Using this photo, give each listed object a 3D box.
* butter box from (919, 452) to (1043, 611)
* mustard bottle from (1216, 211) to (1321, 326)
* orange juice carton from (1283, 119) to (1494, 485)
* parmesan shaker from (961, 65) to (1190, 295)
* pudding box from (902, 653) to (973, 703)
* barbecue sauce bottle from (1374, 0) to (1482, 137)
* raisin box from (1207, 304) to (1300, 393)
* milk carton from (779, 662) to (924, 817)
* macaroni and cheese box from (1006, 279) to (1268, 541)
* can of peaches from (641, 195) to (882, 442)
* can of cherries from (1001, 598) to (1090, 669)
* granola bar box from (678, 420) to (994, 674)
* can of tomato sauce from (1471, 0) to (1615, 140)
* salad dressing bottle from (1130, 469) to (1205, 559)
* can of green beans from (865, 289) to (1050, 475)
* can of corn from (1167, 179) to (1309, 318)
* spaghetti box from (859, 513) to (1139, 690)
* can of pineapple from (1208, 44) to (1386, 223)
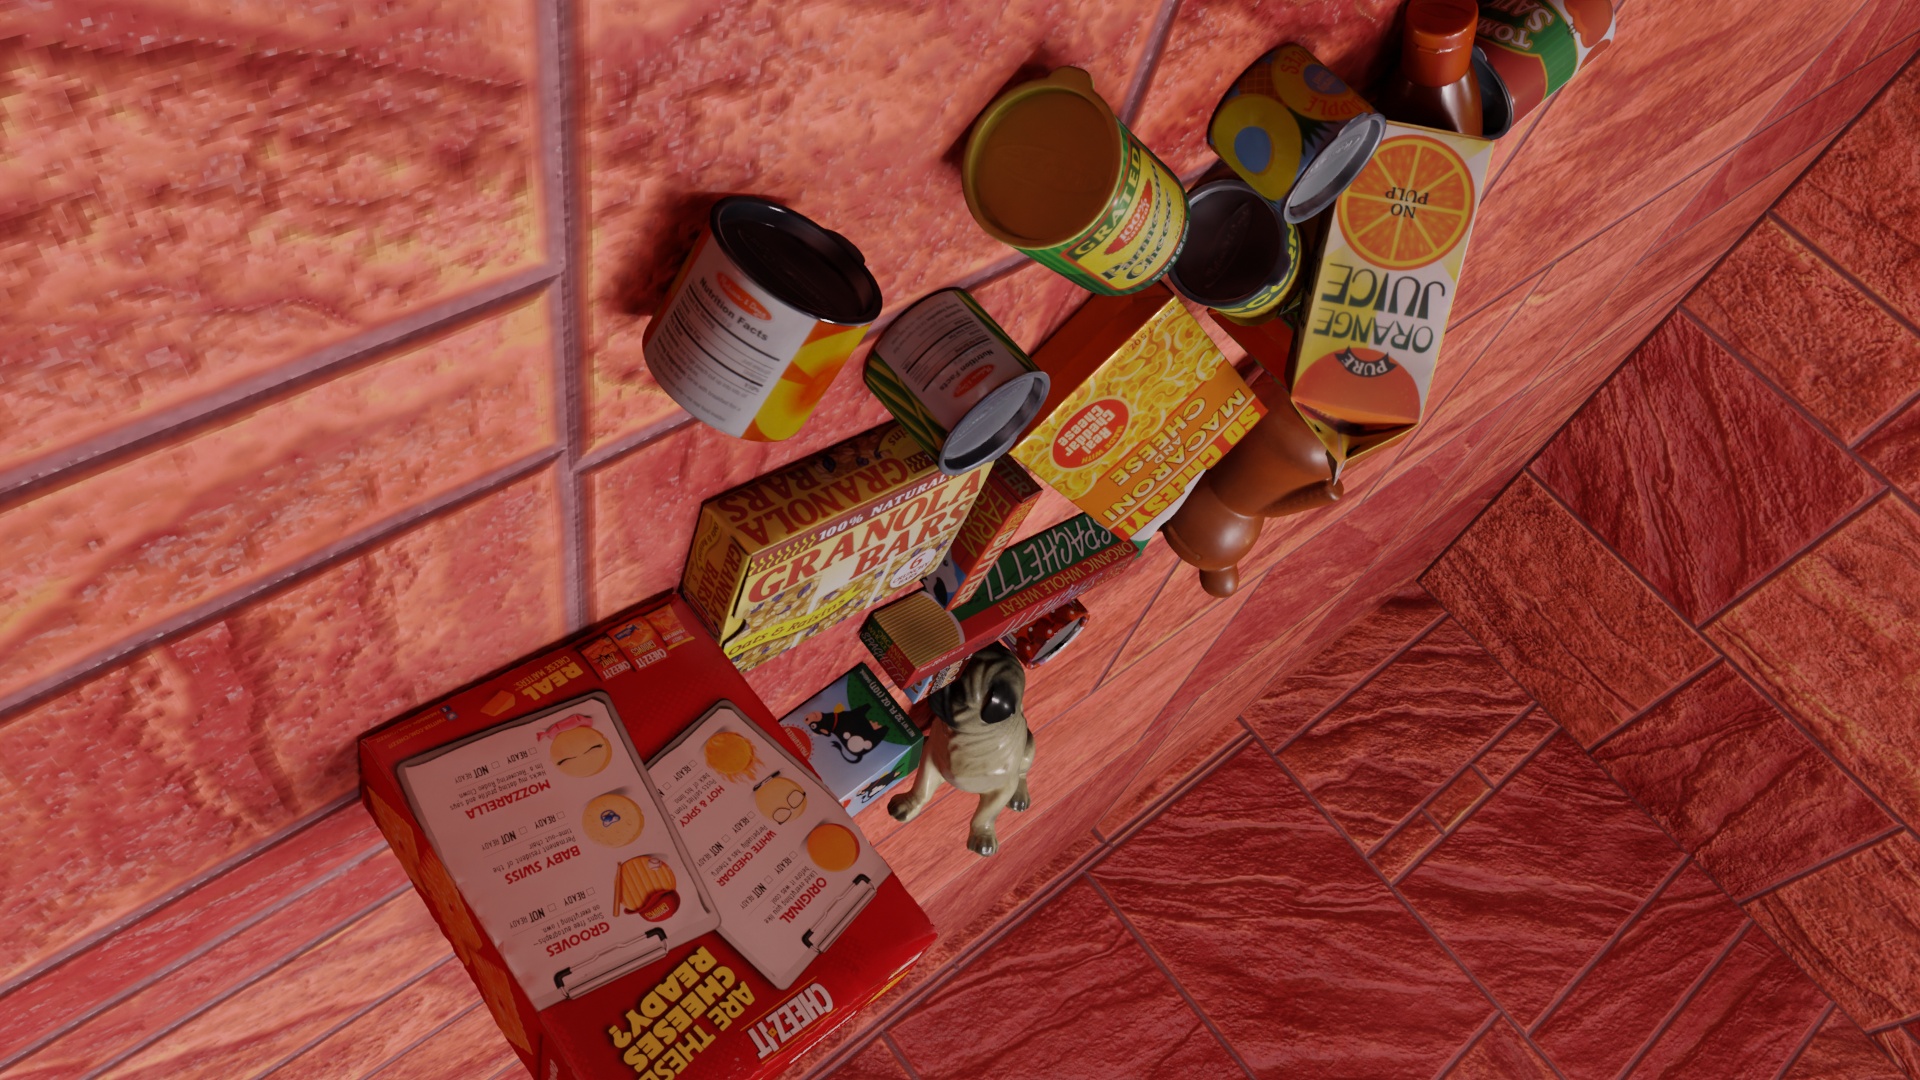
[{"bbox_3d":[0.003,-0.010,0.811,0.024,0.053,0.103,-24,156,-46],"label":"butter box"},{"bbox_3d":[0.216,-0.181,0.847,0.161,0.049,0.065,-29,154,-33],"label":"mustard bottle"},{"bbox_3d":[0.226,-0.130,0.763,0.072,0.073,0.192,-61,161,-71],"label":"orange juice carton"},{"bbox_3d":[0.053,-0.145,0.576,0.071,0.071,0.103,-46,162,16],"label":"parmesan shaker"},{"bbox_3d":[-0.014,0.080,1.029,0.050,0.030,0.083,-25,156,-38],"label":"pudding box"},{"bbox_3d":[0.264,-0.244,0.783,0.044,0.065,0.148,-62,158,-16],"label":"barbecue sauce bottle"},{"bbox_3d":[0.233,-0.147,0.903,0.124,0.086,0.039,-27,155,-37],"label":"raisin box"},{"bbox_3d":[-0.122,0.176,0.966,0.191,0.072,0.073,-34,161,-20],"label":"milk carton"},{"bbox_3d":[0.100,-0.074,0.812,0.123,0.040,0.166,-44,146,10],"label":"macaroni and cheese box"},{"bbox_3d":[-0.069,-0.077,0.487,0.071,0.071,0.057,-14,149,-54],"label":"can of peaches"},{"bbox_3d":[0.057,0.058,1.073,0.071,0.058,0.071,-36,162,-14],"label":"can of cherries"},{"bbox_3d":[-0.065,0.001,0.722,0.166,0.039,0.123,-28,158,-36],"label":"granola bar box"},{"bbox_3d":[0.318,-0.282,0.793,0.083,0.071,0.071,-40,162,-6],"label":"can of tomato sauce"},{"bbox_3d":[0.146,-0.034,1.065,0.064,0.044,0.146,-30,160,-32],"label":"salad dressing bottle"},{"bbox_3d":[-0.002,-0.073,0.644,0.071,0.058,0.071,-36,161,-14],"label":"can of green beans"},{"bbox_3d":[0.151,-0.154,0.745,0.071,0.071,0.058,-48,162,20],"label":"can of corn"},{"bbox_3d":[0.035,0.035,0.991,0.251,0.050,0.028,-24,157,-42],"label":"spaghetti box"},{"bbox_3d":[0.166,-0.201,0.683,0.071,0.058,0.070,-36,162,-14],"label":"can of pineapple"}]
